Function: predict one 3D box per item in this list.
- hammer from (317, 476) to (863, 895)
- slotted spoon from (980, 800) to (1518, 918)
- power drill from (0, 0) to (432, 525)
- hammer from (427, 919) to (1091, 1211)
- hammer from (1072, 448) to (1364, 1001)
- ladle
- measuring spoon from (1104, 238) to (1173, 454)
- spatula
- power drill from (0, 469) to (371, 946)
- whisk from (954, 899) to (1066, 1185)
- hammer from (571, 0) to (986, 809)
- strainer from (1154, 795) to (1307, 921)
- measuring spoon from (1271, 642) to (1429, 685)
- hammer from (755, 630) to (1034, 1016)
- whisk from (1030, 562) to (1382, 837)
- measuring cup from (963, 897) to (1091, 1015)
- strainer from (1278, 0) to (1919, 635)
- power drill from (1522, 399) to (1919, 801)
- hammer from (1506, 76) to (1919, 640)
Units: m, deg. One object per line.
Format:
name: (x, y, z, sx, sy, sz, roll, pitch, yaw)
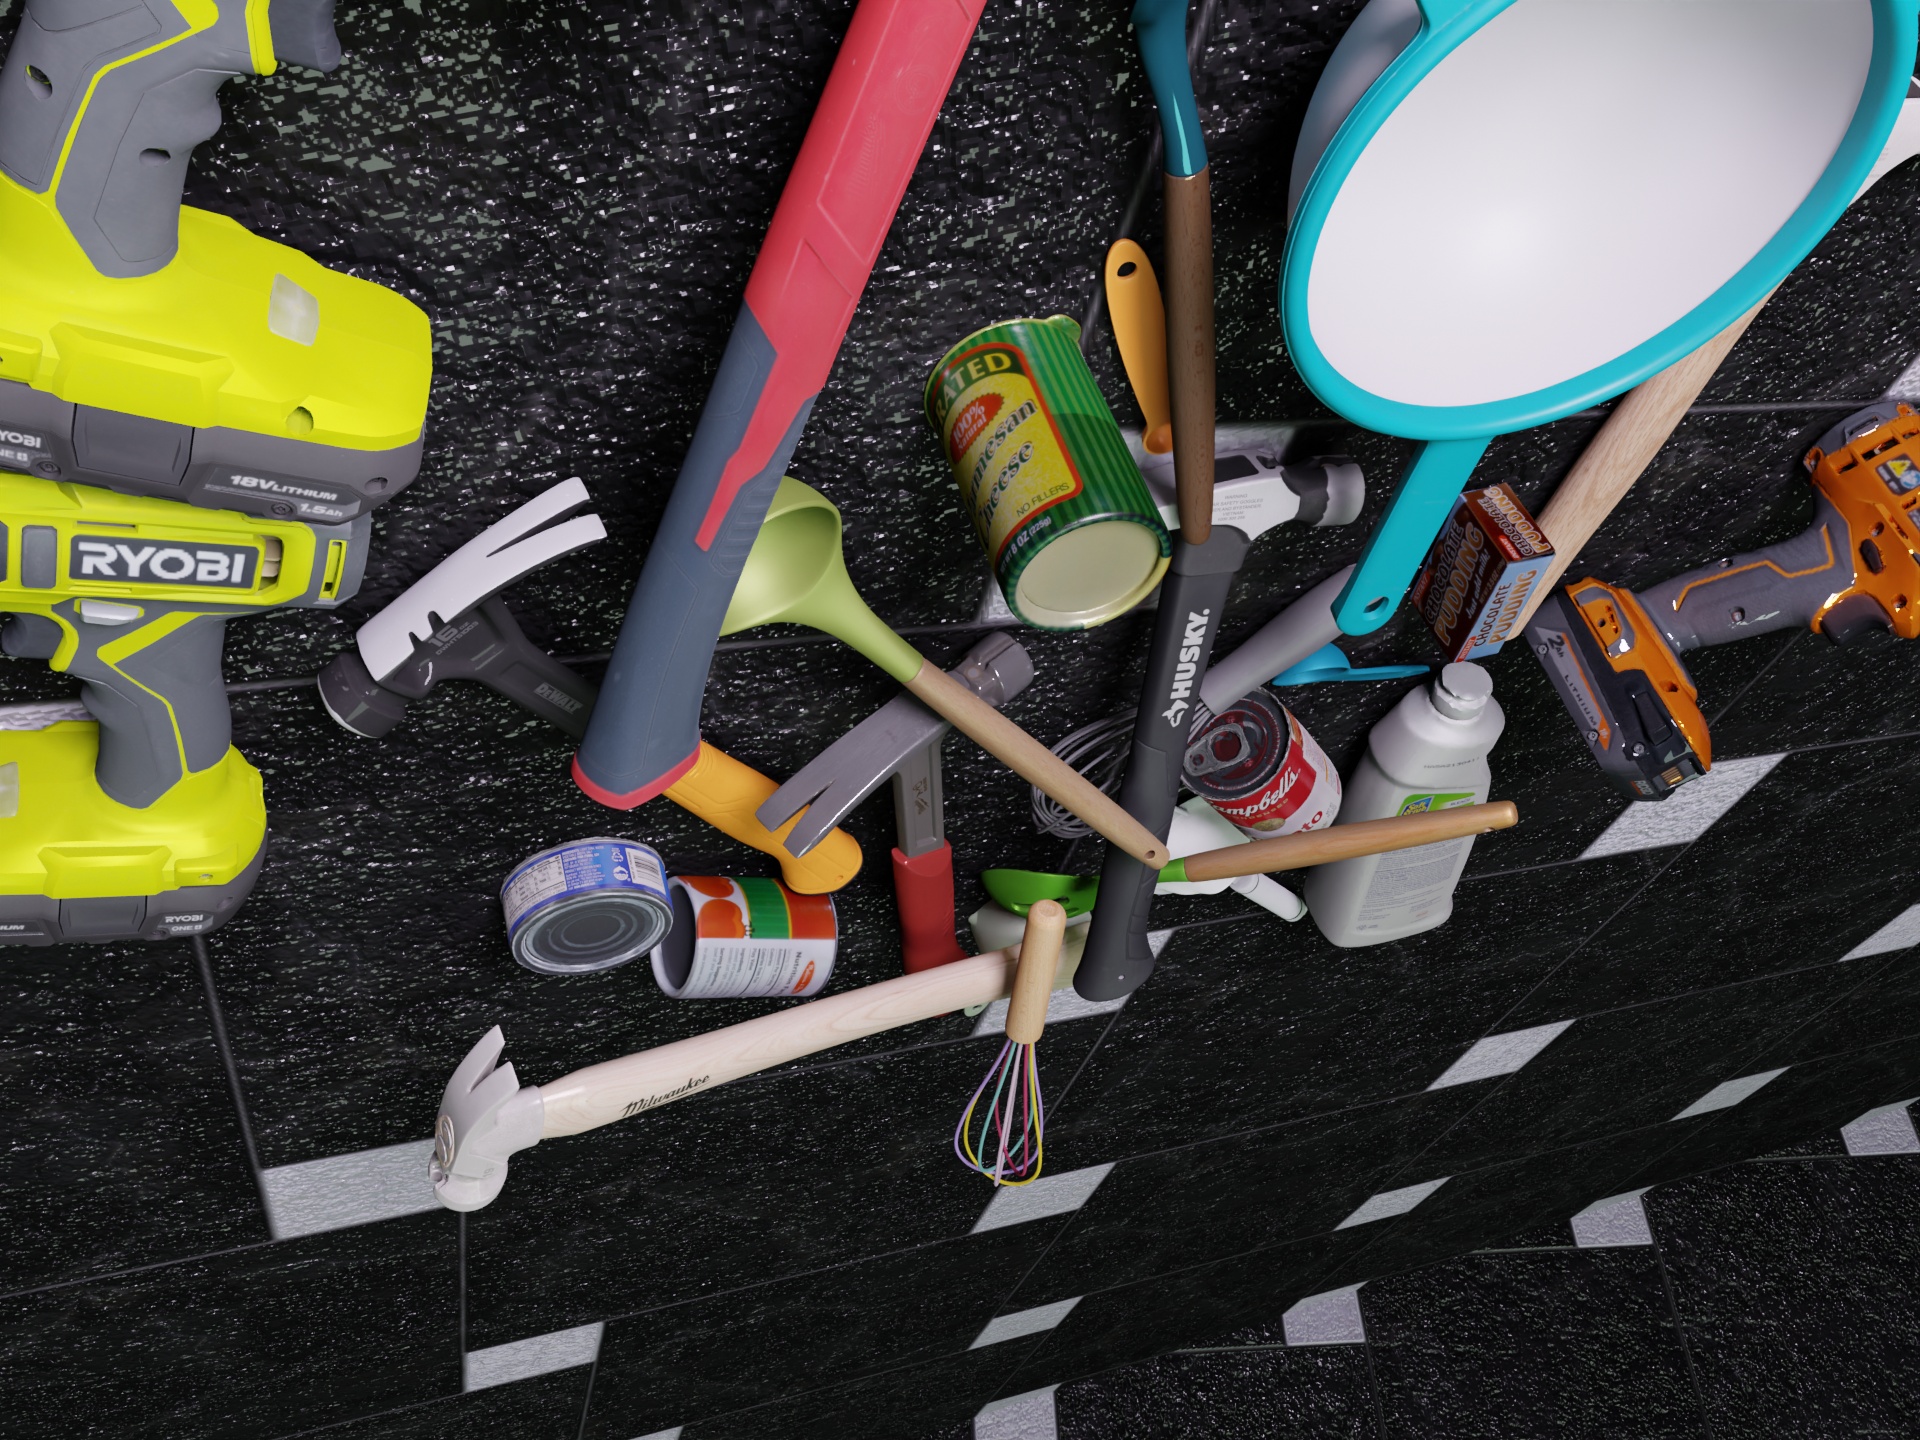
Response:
hammer: (-0.127, 0.013, 0.730, 0.127, 0.034, 0.336, -37, 148, 7)
slotted spoon: (0.151, 0.079, 0.893, 0.314, 0.031, 0.070, -13, 153, 28)
power drill: (-0.171, -0.158, 0.402, 0.190, 0.080, 0.228, 9, 139, -26)
hammer: (-0.072, 0.161, 0.857, 0.410, 0.038, 0.146, -11, 150, -33)
hammer: (0.093, 0.020, 0.795, 0.146, 0.035, 0.334, -7, 130, -17)
ladle: (-0.001, -0.002, 0.695, 0.078, 0.062, 0.319, -42, 126, 15)
measuring spoon: (0.073, -0.149, 0.636, 0.021, 0.011, 0.116, -21, 144, 3)
spatula: (0.088, -0.168, 0.554, 0.082, 0.044, 0.317, -55, 153, -27)
power drill: (-0.314, -0.016, 0.557, 0.171, 0.080, 0.223, 1, 138, -31)
whisk: (0.038, 0.194, 0.922, 0.051, 0.047, 0.244, -18, 136, -28)
hammer: (-0.069, -0.123, 0.502, 0.143, 0.038, 0.386, 6, 128, -33)
strainer: (0.184, 0.102, 1.041, 0.087, 0.050, 0.258, -45, 146, 10)
measuring spoon: (0.219, -0.034, 0.881, 0.128, 0.021, 0.042, -3, 169, -41)
hammer: (-0.027, 0.093, 0.877, 0.149, 0.037, 0.358, -39, 156, -20)
whisk: (0.131, -0.012, 0.837, 0.239, 0.055, 0.055, -37, 144, 16)
measuring cup: (0.035, 0.165, 1.047, 0.083, 0.038, 0.167, -4, 142, -24)
strainer: (0.188, -0.166, 0.595, 0.211, 0.095, 0.340, -9, 148, -13)
power drill: (0.437, -0.048, 0.843, 0.226, 0.164, 0.084, -32, 146, 21)
hammer: (0.328, -0.151, 0.751, 0.130, 0.031, 0.331, -7, 145, -22)
